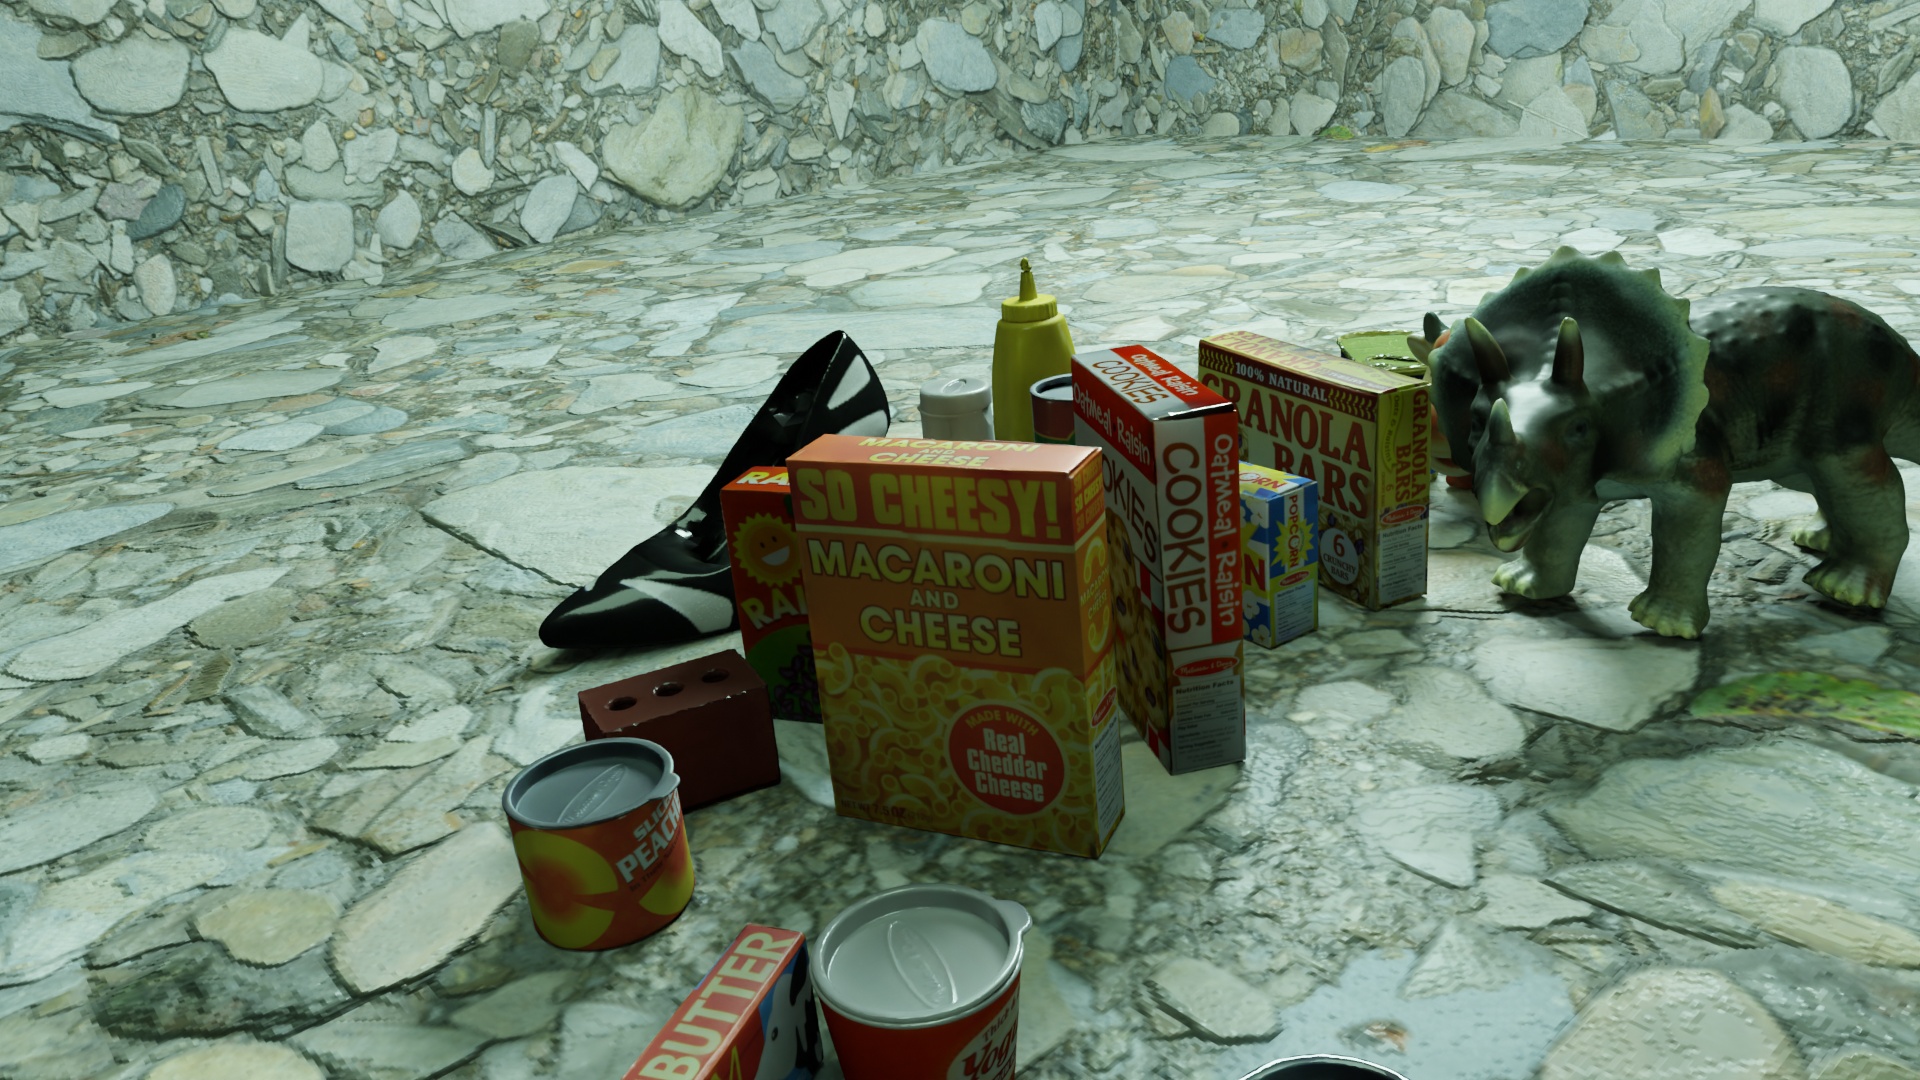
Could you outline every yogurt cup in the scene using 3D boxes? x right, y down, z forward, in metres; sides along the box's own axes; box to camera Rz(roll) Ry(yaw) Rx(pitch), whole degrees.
[{"bbox_3d":[-0.012,0.152,0.446,0.072,0.053,0.072,-5,21,2],"label":"yogurt cup"}]

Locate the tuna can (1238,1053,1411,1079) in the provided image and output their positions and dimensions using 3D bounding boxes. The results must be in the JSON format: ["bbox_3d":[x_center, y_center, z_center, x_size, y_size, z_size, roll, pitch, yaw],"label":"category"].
[{"bbox_3d":[0.102,0.178,0.379,0.071,0.032,0.071,-5,21,2],"label":"tuna can"}]

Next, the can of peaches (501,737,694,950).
[{"bbox_3d":[-0.141,0.120,0.553,0.071,0.057,0.071,-5,21,2],"label":"can of peaches"}]

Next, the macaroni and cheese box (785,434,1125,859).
[{"bbox_3d":[0.000,0.041,0.572,0.124,0.165,0.040,4,23,24],"label":"macaroni and cheese box"}]

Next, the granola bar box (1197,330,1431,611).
[{"bbox_3d":[0.199,-0.046,0.805,0.039,0.123,0.166,-14,23,-21],"label":"granola bar box"}]

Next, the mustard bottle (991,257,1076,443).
[{"bbox_3d":[0.054,-0.123,0.990,0.065,0.159,0.049,-14,22,-21],"label":"mustard bottle"}]

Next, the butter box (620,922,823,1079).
[{"bbox_3d":[-0.076,0.169,0.419,0.024,0.053,0.104,3,23,22],"label":"butter box"}]

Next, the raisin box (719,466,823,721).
[{"bbox_3d":[-0.065,0.027,0.684,0.086,0.123,0.040,3,22,21],"label":"raisin box"}]

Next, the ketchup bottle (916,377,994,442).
[{"bbox_3d":[0.003,-0.009,0.725,0.043,0.148,0.065,0,22,15],"label":"ketchup bottle"}]

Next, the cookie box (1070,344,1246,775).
[{"bbox_3d":[0.091,0.004,0.644,0.040,0.166,0.123,-9,21,-9],"label":"cookie box"}]

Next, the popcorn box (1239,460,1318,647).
[{"bbox_3d":[0.136,-0.002,0.762,0.038,0.085,0.127,-19,25,-31],"label":"popcorn box"}]

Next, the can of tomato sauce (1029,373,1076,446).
[{"bbox_3d":[0.084,-0.065,0.939,0.071,0.082,0.071,-5,21,2],"label":"can of tomato sauce"}]
